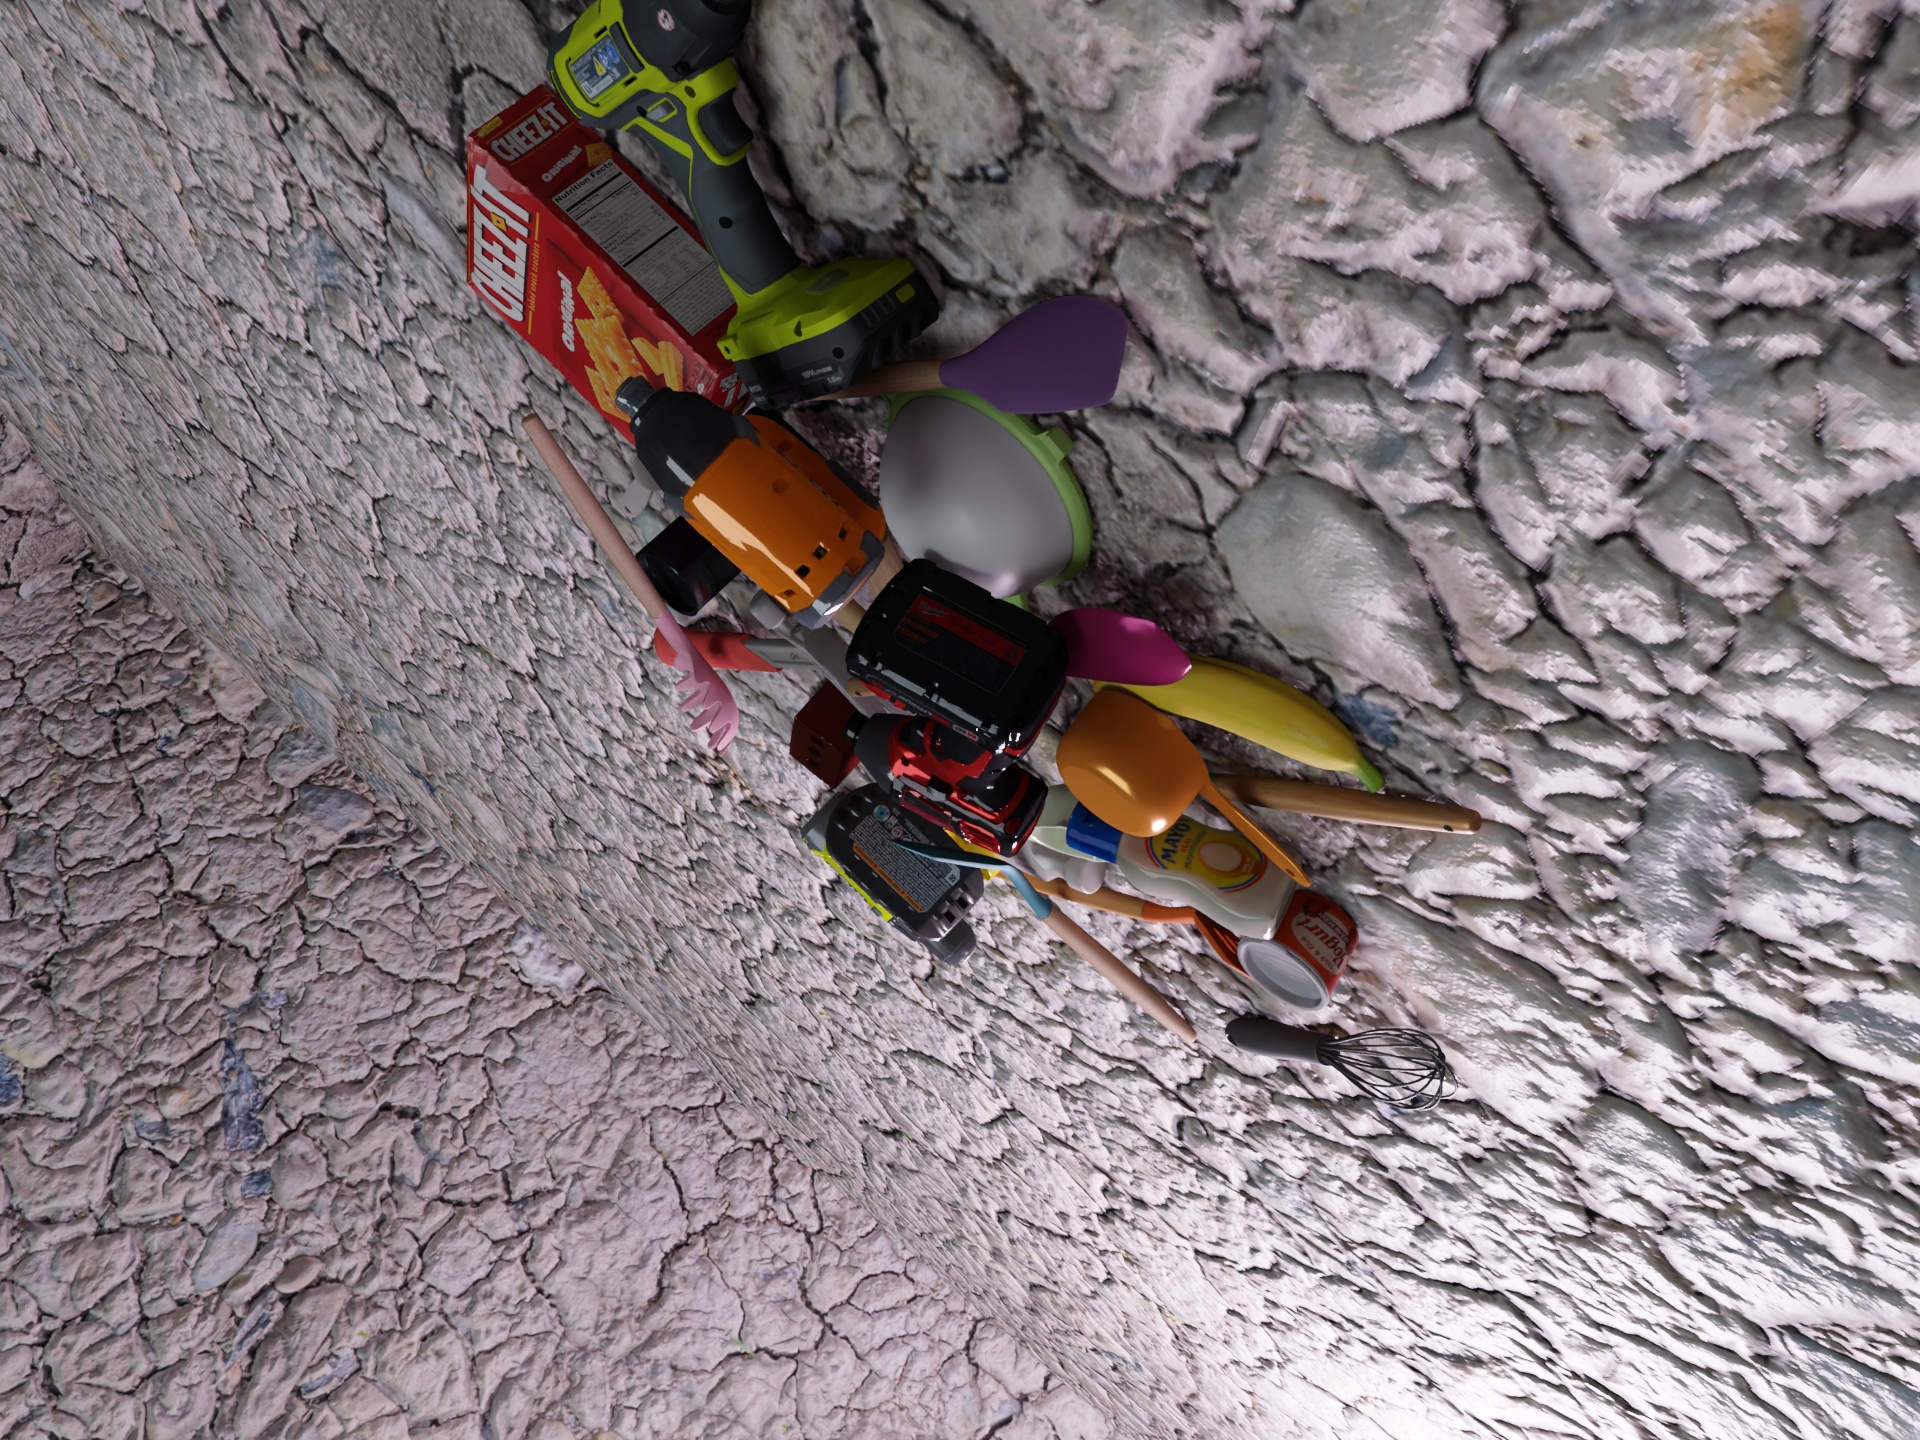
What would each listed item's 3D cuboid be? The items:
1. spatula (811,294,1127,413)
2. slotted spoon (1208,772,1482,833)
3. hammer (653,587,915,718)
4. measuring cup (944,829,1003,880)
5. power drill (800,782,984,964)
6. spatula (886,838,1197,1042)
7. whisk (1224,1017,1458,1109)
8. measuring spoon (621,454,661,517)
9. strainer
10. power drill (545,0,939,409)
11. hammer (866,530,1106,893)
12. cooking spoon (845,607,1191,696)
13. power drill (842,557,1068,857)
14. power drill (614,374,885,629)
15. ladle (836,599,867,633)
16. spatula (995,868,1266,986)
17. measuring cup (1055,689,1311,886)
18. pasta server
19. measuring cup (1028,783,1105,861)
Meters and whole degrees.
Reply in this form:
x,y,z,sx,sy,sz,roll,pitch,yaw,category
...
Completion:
x,y,z,sx,sy,sz,roll,pitch,yaw,category
-0.022,-0.192,0.873,0.018,0.060,0.316,11,178,-40,spatula
0.177,0.042,0.977,0.314,0.031,0.070,7,143,49,slotted spoon
-0.166,-0.049,1.282,0.149,0.037,0.359,46,162,-22,hammer
-0.016,0.079,1.333,0.157,0.029,0.062,37,161,41,measuring cup
-0.050,0.136,1.371,0.190,0.080,0.228,44,168,0,power drill
0.077,0.174,1.258,0.317,0.044,0.082,42,167,-22,spatula
0.265,0.238,1.141,0.055,0.055,0.239,50,159,-15,whisk
-0.261,-0.182,1.279,0.034,0.018,0.124,46,156,-7,measuring spoon
0.009,-0.087,0.969,0.152,0.069,0.256,26,149,33,strainer
-0.112,-0.283,0.834,0.171,0.080,0.223,4,132,55,power drill
-0.002,-0.004,1.163,0.130,0.031,0.331,15,143,45,hammer
0.020,-0.032,0.993,0.068,0.017,0.319,44,153,-27,cooking spoon
-0.010,0.001,0.982,0.143,0.078,0.219,29,156,11,power drill
-0.119,-0.134,0.923,0.164,0.084,0.226,42,-175,-7,power drill
-0.100,-0.096,1.108,0.315,0.031,0.069,43,155,10,ladle
0.123,0.149,1.208,0.081,0.041,0.323,32,167,-35,spatula
0.132,0.057,0.960,0.173,0.052,0.095,42,162,6,measuring cup
-0.254,-0.100,1.235,0.060,0.040,0.316,28,154,52,pasta server
0.047,0.064,1.136,0.168,0.038,0.083,10,163,26,measuring cup
